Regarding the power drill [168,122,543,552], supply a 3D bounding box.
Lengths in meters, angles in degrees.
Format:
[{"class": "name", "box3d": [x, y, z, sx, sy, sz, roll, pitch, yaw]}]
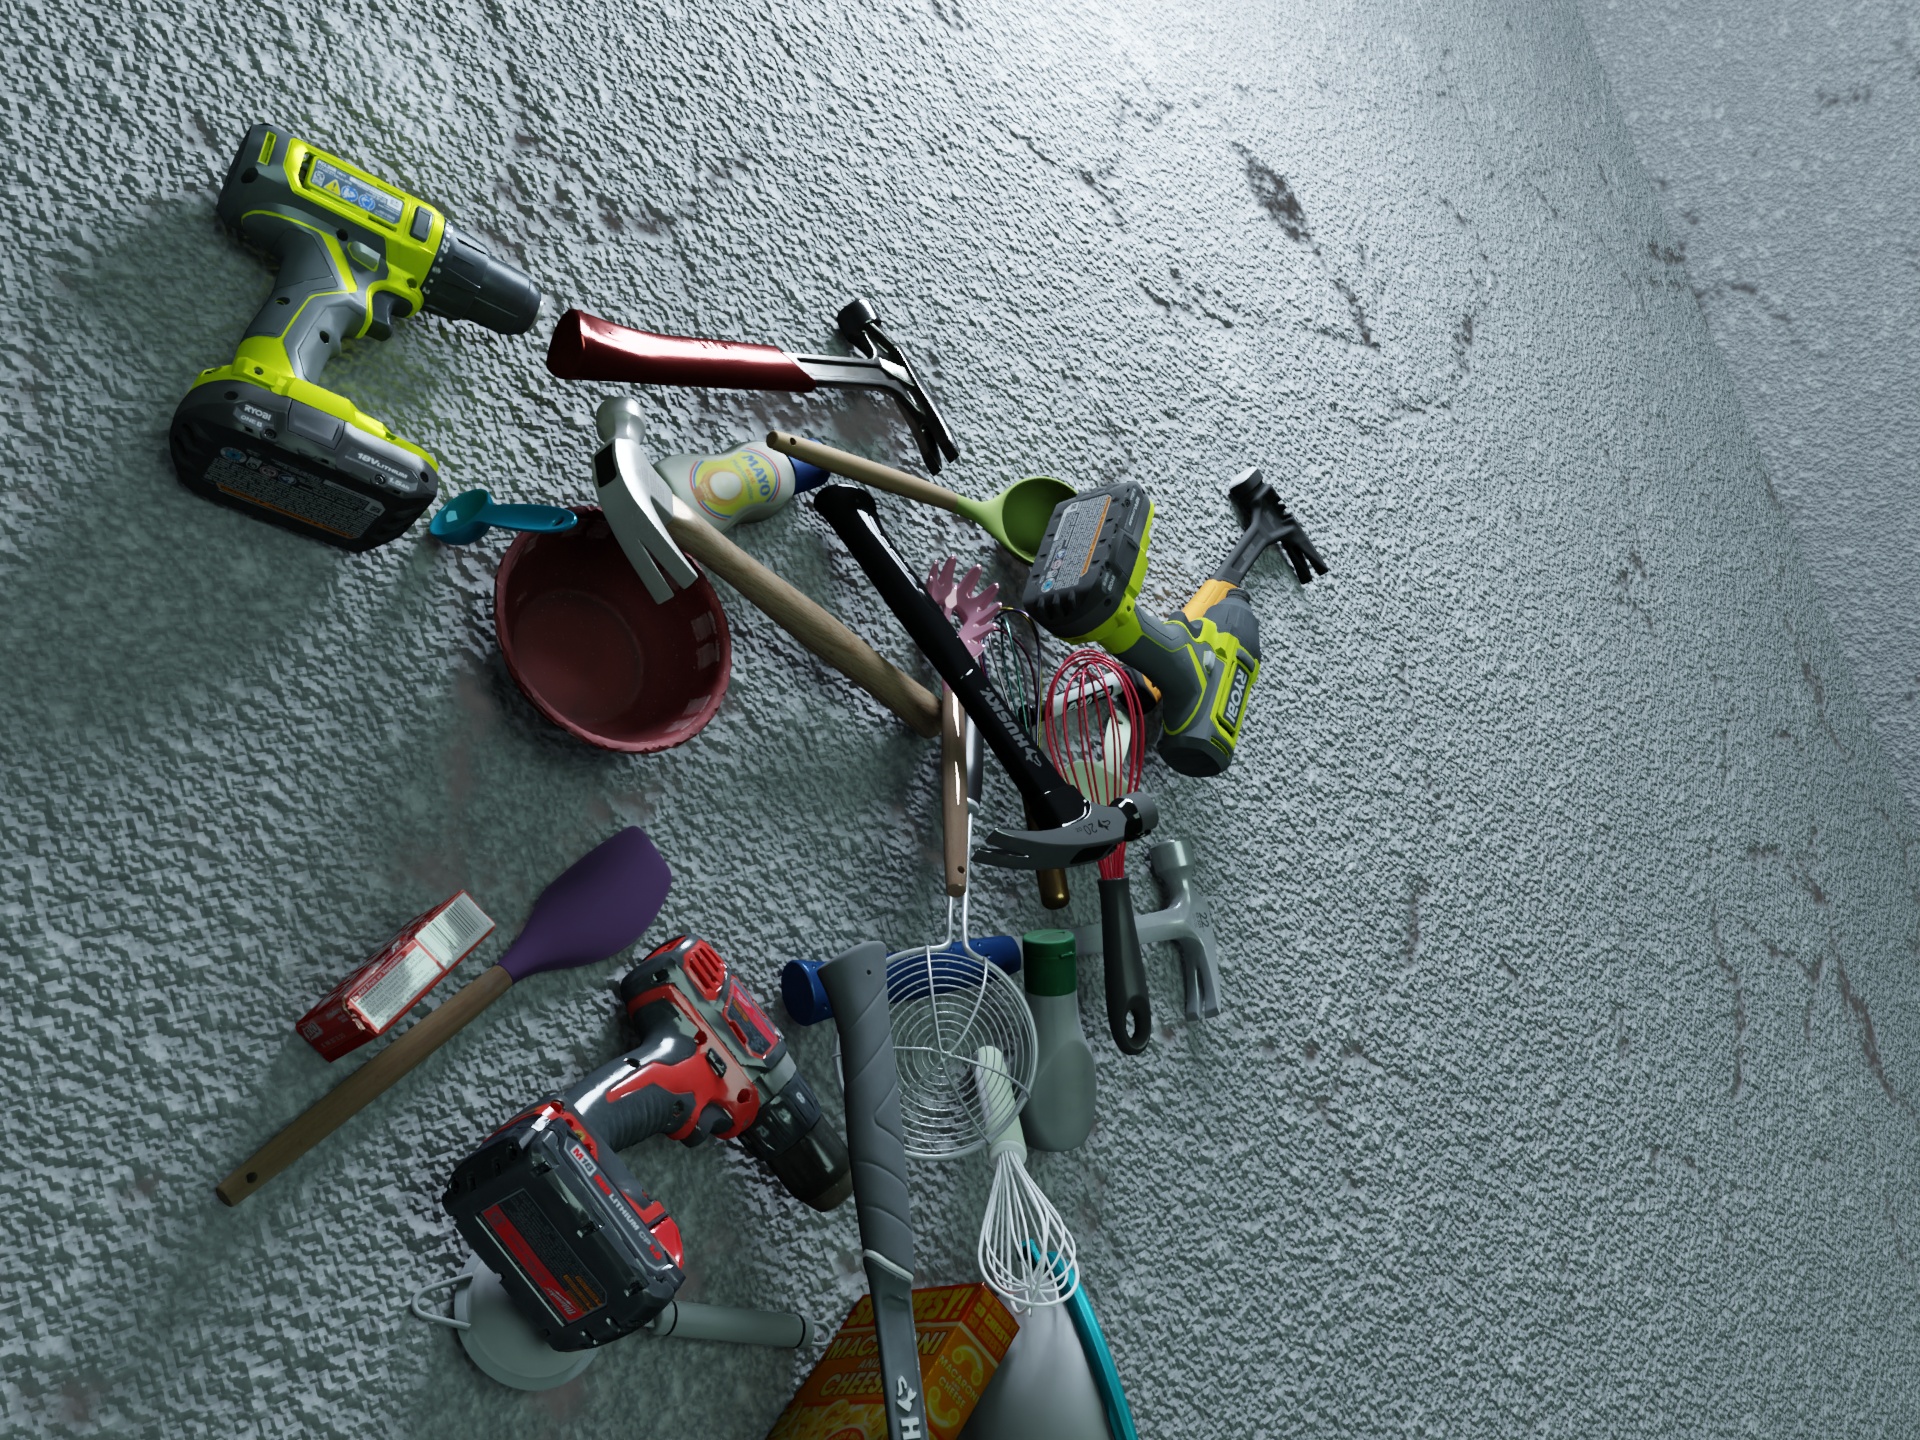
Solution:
[{"class": "power drill", "box3d": [-0.349, -0.220, 0.934, 0.190, 0.080, 0.229, 22, 56, -33]}]

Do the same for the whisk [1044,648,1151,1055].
[{"class": "whisk", "box3d": [0.109, 0.095, 1.152, 0.073, 0.073, 0.296, -5, 88, -43]}]

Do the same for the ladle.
[{"class": "ladle", "box3d": [-0.015, -0.174, 1.191, 0.320, 0.062, 0.078, 11, 69, -48]}]

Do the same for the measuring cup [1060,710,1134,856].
[{"class": "measuring cup", "box3d": [0.110, 0.047, 1.258, 0.083, 0.038, 0.168, 31, 33, -6]}]

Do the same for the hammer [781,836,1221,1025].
[{"class": "hammer", "box3d": [0.047, 0.172, 1.144, 0.405, 0.035, 0.144, -3, 74, -42]}]

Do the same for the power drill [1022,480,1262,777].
[{"class": "power drill", "box3d": [0.159, -0.082, 1.271, 0.223, 0.080, 0.171, 40, 57, -34]}]

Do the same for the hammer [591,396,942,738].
[{"class": "hammer", "box3d": [-0.116, -0.075, 1.053, 0.331, 0.031, 0.130, 38, 29, -41]}]

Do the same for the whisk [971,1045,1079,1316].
[{"class": "whisk", "box3d": [0.030, 0.278, 0.995, 0.059, 0.057, 0.246, 7, 21, -9]}]

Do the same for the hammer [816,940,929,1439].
[{"class": "hammer", "box3d": [-0.031, 0.313, 0.850, 0.149, 0.036, 0.409, 10, 58, -31]}]

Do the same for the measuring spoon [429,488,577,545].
[{"class": "measuring spoon", "box3d": [-0.264, -0.114, 0.937, 0.042, 0.129, 0.021, -56, 136, -28]}]

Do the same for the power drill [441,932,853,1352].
[{"class": "power drill", "box3d": [-0.153, 0.241, 0.877, 0.188, 0.080, 0.227, 54, 28, -6]}]

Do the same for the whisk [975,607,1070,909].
[{"class": "whisk", "box3d": [0.047, 0.025, 1.189, 0.047, 0.051, 0.245, -1, 64, -18]}]

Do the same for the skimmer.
[{"class": "skimmer", "box3d": [-0.009, 0.121, 1.074, 0.127, 0.090, 0.364, 12, 38, -6]}]

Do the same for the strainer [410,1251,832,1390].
[{"class": "strainer", "box3d": [-0.172, 0.328, 0.881, 0.258, 0.050, 0.087, 23, 43, -37]}]

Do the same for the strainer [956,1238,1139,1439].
[{"class": "strainer", "box3d": [0.054, 0.429, 0.885, 0.095, 0.340, 0.211, -14, 87, -8]}]

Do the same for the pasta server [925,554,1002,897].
[{"class": "pasta server", "box3d": [-0.002, -0.004, 1.117, 0.060, 0.040, 0.317, 20, 39, -18]}]

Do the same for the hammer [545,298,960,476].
[{"class": "hammer", "box3d": [-0.136, -0.236, 1.098, 0.359, 0.036, 0.149, -14, 72, -56]}]

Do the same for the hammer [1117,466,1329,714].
[{"class": "hammer", "box3d": [0.230, -0.102, 1.428, 0.127, 0.034, 0.337, 52, 47, -10]}]

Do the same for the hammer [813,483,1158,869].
[{"class": "hammer", "box3d": [-0.007, -0.037, 1.101, 0.146, 0.035, 0.335, -15, 61, -43]}]

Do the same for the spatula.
[{"class": "spatula", "box3d": [-0.271, 0.158, 0.879, 0.316, 0.018, 0.059, -41, 101, -45]}]
